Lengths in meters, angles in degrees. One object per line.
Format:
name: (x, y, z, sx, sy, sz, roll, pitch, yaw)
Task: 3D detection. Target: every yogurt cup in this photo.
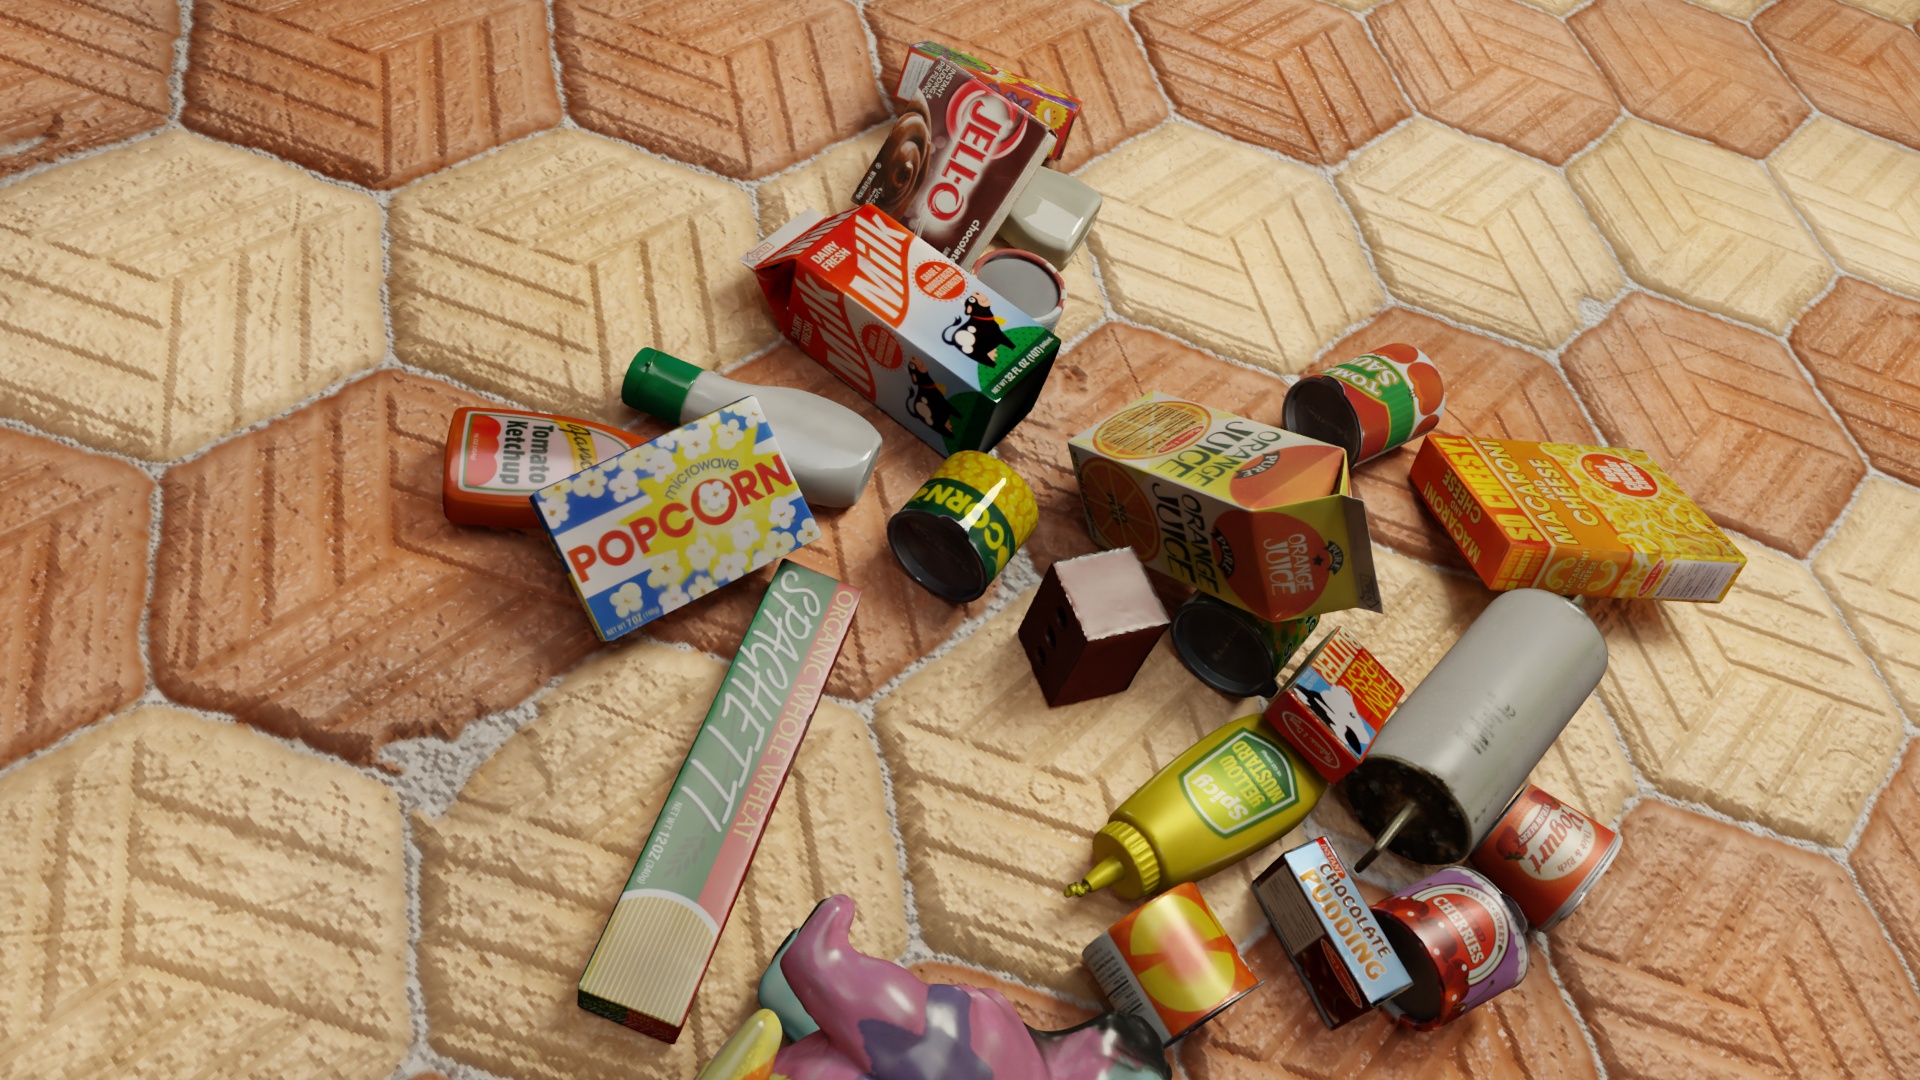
yogurt cup: (0.315, 0.170, 0.754, 0.054, 0.072, 0.073, 39, 55, 21)

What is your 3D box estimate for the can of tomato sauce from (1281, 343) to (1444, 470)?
can of tomato sauce: (0.263, -0.088, 0.905, 0.083, 0.070, 0.071, -23, 66, -28)

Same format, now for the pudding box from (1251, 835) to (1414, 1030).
pudding box: (0.187, 0.199, 0.705, 0.030, 0.049, 0.084, -16, 62, -22)

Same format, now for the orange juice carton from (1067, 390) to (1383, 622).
orange juice carton: (0.151, -0.018, 0.762, 0.073, 0.071, 0.193, -31, 33, -23)

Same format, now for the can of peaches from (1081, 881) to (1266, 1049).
can of peaches: (0.102, 0.205, 0.667, 0.071, 0.071, 0.058, -22, 65, -27)

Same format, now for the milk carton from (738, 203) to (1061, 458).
milk carton: (-0.041, -0.136, 0.849, 0.191, 0.073, 0.073, 38, 56, 11)

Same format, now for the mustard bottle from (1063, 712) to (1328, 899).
mustard bottle: (0.119, 0.146, 0.721, 0.161, 0.048, 0.065, -25, 66, -29)

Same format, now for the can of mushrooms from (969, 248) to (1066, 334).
can of mushrooms: (0.034, -0.158, 0.910, 0.071, 0.033, 0.071, 7, 56, -11)

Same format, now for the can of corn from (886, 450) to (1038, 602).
can of corn: (0.003, -0.010, 0.779, 0.071, 0.070, 0.058, 35, 54, 8)

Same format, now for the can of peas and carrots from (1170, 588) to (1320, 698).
can of peas and carrots: (0.165, 0.047, 0.790, 0.071, 0.070, 0.059, 40, 55, 12)

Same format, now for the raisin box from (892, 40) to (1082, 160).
raisin box: (0.022, -0.312, 0.983, 0.123, 0.040, 0.086, 21, 22, -1)

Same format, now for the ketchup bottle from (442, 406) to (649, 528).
ketchup bottle: (-0.200, -0.036, 0.756, 0.149, 0.043, 0.065, 4, 60, -14)

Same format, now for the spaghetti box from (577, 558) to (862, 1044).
spaghetti box: (-0.112, 0.117, 0.688, 0.050, 0.028, 0.251, 22, 54, -2)

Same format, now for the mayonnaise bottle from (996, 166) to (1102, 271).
mayonnaise bottle: (0.020, -0.245, 0.959, 0.148, 0.041, 0.065, 29, 65, 6)

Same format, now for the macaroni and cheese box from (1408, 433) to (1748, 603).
macaroni and cheese box: (0.390, -0.015, 0.889, 0.167, 0.040, 0.124, 3, 36, -13)

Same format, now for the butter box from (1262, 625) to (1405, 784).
butter box: (0.206, 0.087, 0.759, 0.053, 0.024, 0.104, 47, 33, 9)

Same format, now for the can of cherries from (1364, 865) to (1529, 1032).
can of cherries: (0.243, 0.205, 0.703, 0.058, 0.071, 0.072, -16, 63, -24)

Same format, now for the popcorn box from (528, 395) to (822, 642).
popcorn box: (-0.148, -0.012, 0.725, 0.127, 0.038, 0.085, -27, 96, -18)

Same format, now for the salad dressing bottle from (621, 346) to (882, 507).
salad dressing bottle: (-0.120, -0.068, 0.800, 0.148, 0.043, 0.064, 23, 50, 1)
